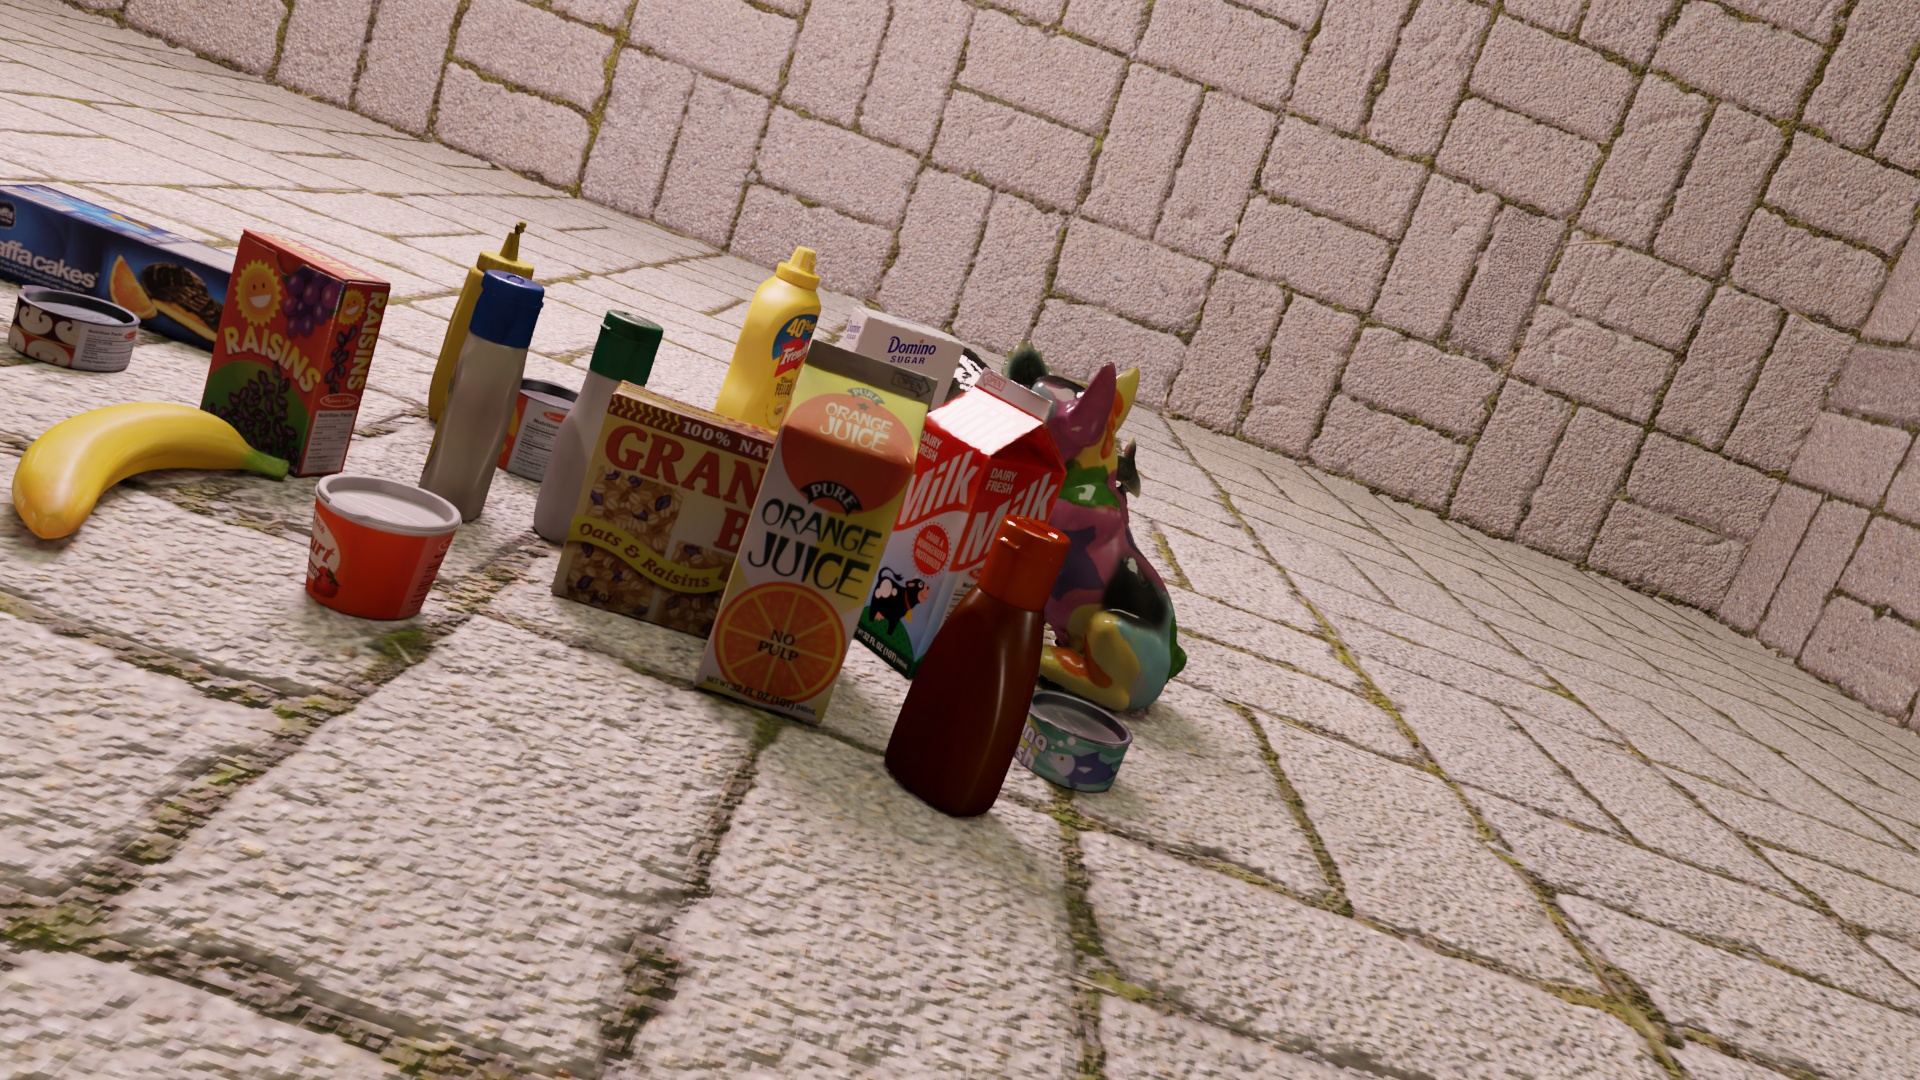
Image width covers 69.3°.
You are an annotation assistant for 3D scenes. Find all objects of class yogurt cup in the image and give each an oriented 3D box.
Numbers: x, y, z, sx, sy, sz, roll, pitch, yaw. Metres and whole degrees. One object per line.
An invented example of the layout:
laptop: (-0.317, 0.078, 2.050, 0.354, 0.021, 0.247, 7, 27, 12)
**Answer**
yogurt cup: (-0.287, 0.004, 0.684, 0.072, 0.053, 0.072, 20, 13, -5)

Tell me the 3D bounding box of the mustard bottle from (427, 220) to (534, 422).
mustard bottle: (-0.347, -0.160, 1.023, 0.049, 0.159, 0.065, 20, 12, -2)

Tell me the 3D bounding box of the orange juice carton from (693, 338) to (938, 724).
orange juice carton: (-0.077, -0.008, 0.745, 0.072, 0.192, 0.073, 19, 13, -9)

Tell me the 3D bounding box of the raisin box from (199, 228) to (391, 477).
raisin box: (-0.398, -0.111, 0.826, 0.086, 0.123, 0.040, 25, 13, 18)

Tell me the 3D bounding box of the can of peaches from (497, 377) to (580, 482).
can of peaches: (-0.298, -0.079, 0.994, 0.071, 0.058, 0.071, 20, 13, -5)

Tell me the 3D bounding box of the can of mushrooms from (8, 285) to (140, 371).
can of mushrooms: (-0.557, -0.133, 0.870, 0.071, 0.033, 0.071, 20, 13, -5)

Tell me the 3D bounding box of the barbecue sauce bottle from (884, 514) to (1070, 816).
barbecue sauce bottle: (0.012, 0.061, 0.701, 0.065, 0.148, 0.044, 30, 15, 35)

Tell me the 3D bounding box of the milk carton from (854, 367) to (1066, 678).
milk carton: (0.003, -0.011, 0.886, 0.073, 0.190, 0.072, 9, 17, -44)

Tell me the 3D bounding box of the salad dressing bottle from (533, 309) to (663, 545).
salad dressing bottle: (-0.224, -0.069, 0.868, 0.044, 0.147, 0.064, 9, 17, -44)

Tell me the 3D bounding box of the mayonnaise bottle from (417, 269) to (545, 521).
mayonnaise bottle: (-0.291, -0.089, 0.845, 0.041, 0.147, 0.065, 16, 13, -19)

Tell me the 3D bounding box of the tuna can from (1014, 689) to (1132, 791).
tuna can: (0.062, 0.116, 0.809, 0.071, 0.032, 0.071, 20, 13, -5)

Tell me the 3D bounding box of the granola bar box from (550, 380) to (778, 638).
granola bar box: (-0.136, -0.007, 0.803, 0.165, 0.124, 0.039, 18, 13, -13)
